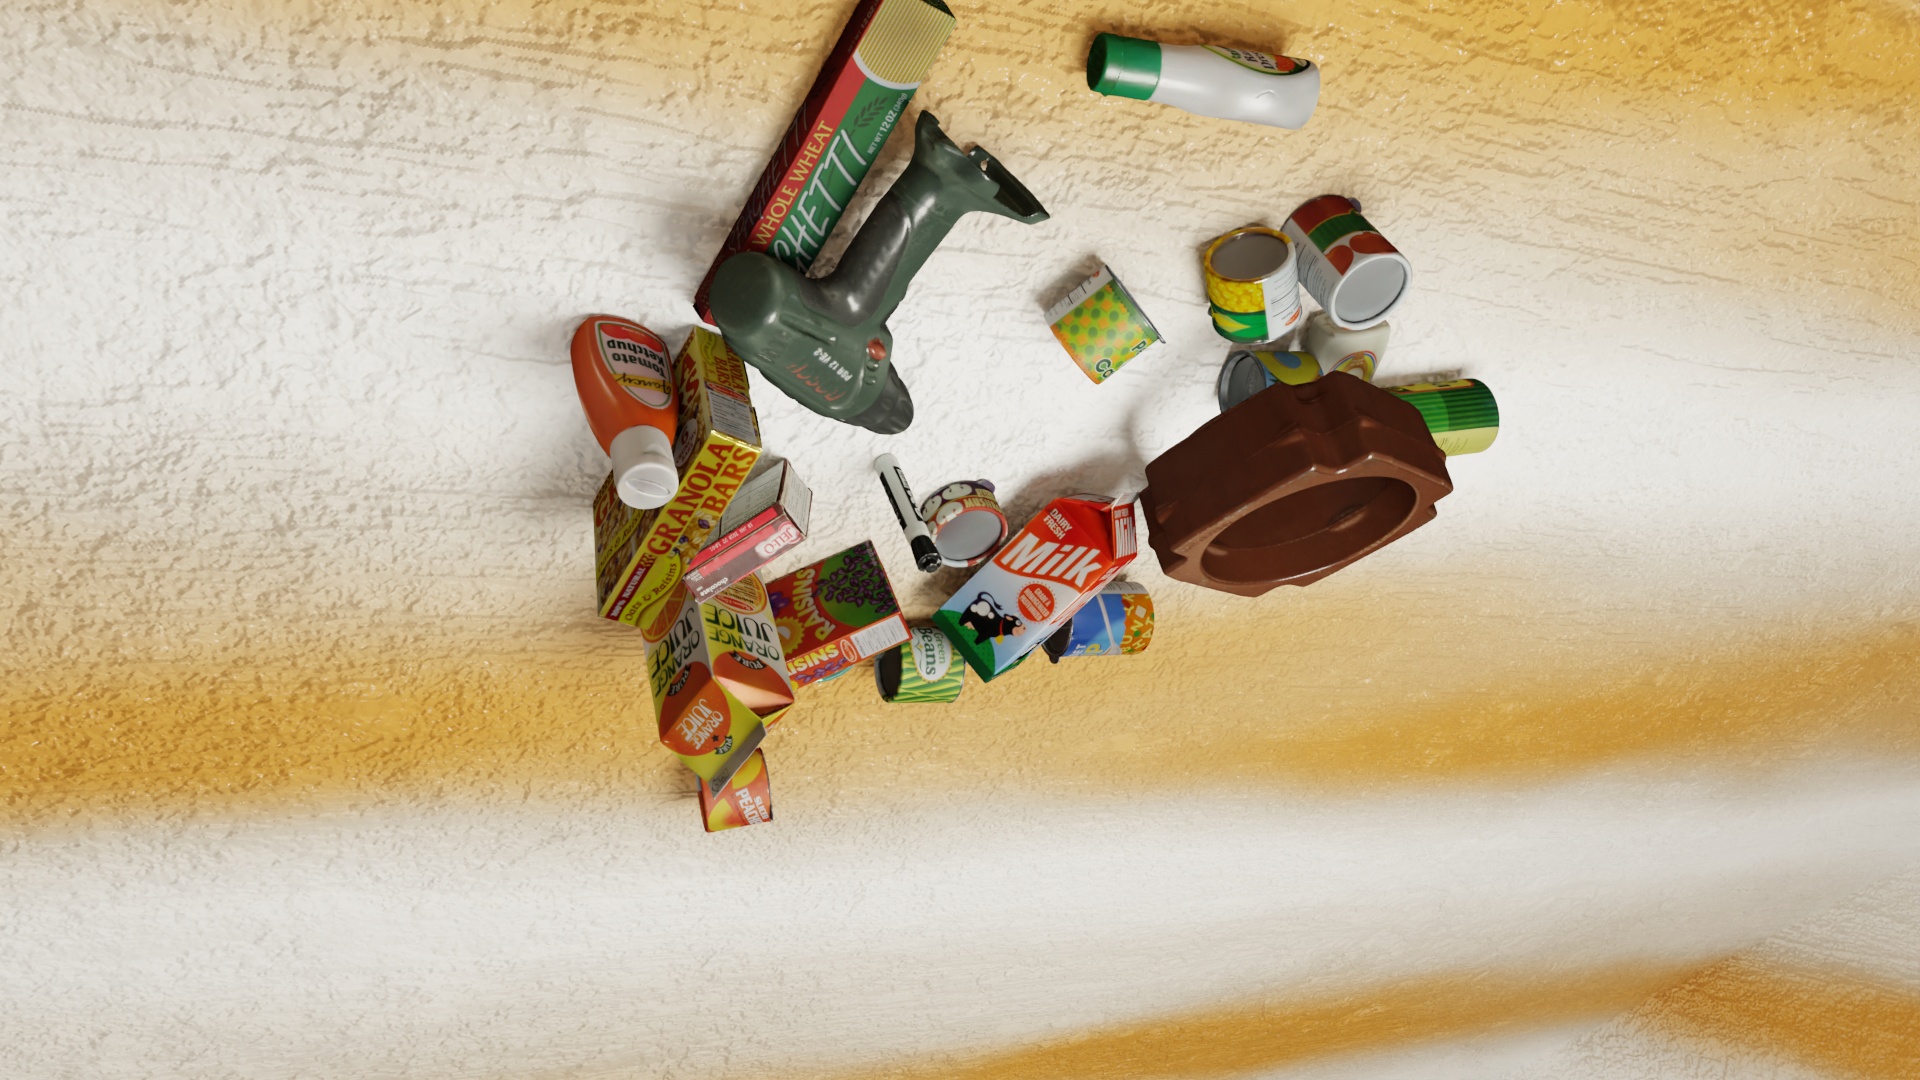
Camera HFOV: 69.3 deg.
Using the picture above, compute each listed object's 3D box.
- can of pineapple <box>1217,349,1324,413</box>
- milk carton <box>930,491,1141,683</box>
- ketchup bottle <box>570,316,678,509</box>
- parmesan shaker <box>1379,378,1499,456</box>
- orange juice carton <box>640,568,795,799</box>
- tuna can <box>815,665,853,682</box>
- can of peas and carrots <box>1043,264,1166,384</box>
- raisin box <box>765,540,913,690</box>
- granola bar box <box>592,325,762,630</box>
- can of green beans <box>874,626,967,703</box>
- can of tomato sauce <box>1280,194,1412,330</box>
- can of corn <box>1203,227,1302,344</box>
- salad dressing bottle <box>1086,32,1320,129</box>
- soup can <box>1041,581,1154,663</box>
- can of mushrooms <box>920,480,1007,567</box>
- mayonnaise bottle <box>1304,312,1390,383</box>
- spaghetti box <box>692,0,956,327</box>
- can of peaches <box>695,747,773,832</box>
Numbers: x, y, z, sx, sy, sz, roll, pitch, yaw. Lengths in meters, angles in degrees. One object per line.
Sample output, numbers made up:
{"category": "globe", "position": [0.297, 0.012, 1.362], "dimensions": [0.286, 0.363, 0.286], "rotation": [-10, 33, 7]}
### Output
{"category": "can of pineapple", "position": [0.245, -0.115, 1.093], "dimensions": [0.058, 0.071, 0.070], "rotation": [-3, 132, -22]}
{"category": "milk carton", "position": [0.074, 0.025, 1.129], "dimensions": [0.190, 0.073, 0.072], "rotation": [-44, 168, 18]}
{"category": "ketchup bottle", "position": [-0.206, -0.080, 0.870], "dimensions": [0.065, 0.149, 0.043], "rotation": [17, 124, -34]}
{"category": "parmesan shaker", "position": [0.391, -0.100, 1.177], "dimensions": [0.103, 0.071, 0.071], "rotation": [-8, 133, -18]}
{"category": "orange juice carton", "position": [-0.178, 0.092, 1.012], "dimensions": [0.073, 0.193, 0.071], "rotation": [23, 120, -36]}
{"category": "tuna can", "position": [-0.115, 0.083, 1.148], "dimensions": [0.071, 0.033, 0.070], "rotation": [-12, 135, -12]}
{"category": "can of peas and carrots", "position": [0.103, -0.152, 0.996], "dimensions": [0.058, 0.071, 0.071], "rotation": [-37, 135, 13]}
{"category": "raisin box", "position": [-0.110, 0.062, 1.092], "dimensions": [0.123, 0.086, 0.040], "rotation": [-24, 138, -2]}
{"category": "granola bar box", "position": [-0.193, -0.041, 0.929], "dimensions": [0.039, 0.125, 0.164], "rotation": [20, 121, -30]}
{"category": "can of green beans", "position": [-0.035, 0.105, 1.179], "dimensions": [0.058, 0.071, 0.071], "rotation": [3, 130, -25]}
{"category": "can of tomato sauce", "position": [0.282, -0.204, 1.016], "dimensions": [0.071, 0.083, 0.070], "rotation": [-12, 135, -12]}
{"category": "can of corn", "position": [0.212, -0.187, 1.016], "dimensions": [0.071, 0.071, 0.058], "rotation": [-23, 135, -2]}
{"category": "salad dressing bottle", "position": [0.156, -0.297, 0.893], "dimensions": [0.148, 0.064, 0.043], "rotation": [3, 122, -16]}
{"category": "soup can", "position": [0.117, 0.071, 1.212], "dimensions": [0.084, 0.071, 0.071], "rotation": [1, 130, -25]}
{"category": "can of mushrooms", "position": [0.004, -0.014, 1.108], "dimensions": [0.071, 0.033, 0.070], "rotation": [-12, 134, -12]}
{"category": "mayonnaise bottle", "position": [0.304, -0.118, 1.136], "dimensions": [0.065, 0.041, 0.147], "rotation": [-12, 134, -16]}
{"category": "spaghetti box", "position": [-0.089, -0.231, 0.866], "dimensions": [0.050, 0.029, 0.249], "rotation": [16, 123, -35]}
{"category": "can of peaches", "position": [-0.198, 0.219, 1.211], "dimensions": [0.058, 0.071, 0.070], "rotation": [-7, 133, -16]}
